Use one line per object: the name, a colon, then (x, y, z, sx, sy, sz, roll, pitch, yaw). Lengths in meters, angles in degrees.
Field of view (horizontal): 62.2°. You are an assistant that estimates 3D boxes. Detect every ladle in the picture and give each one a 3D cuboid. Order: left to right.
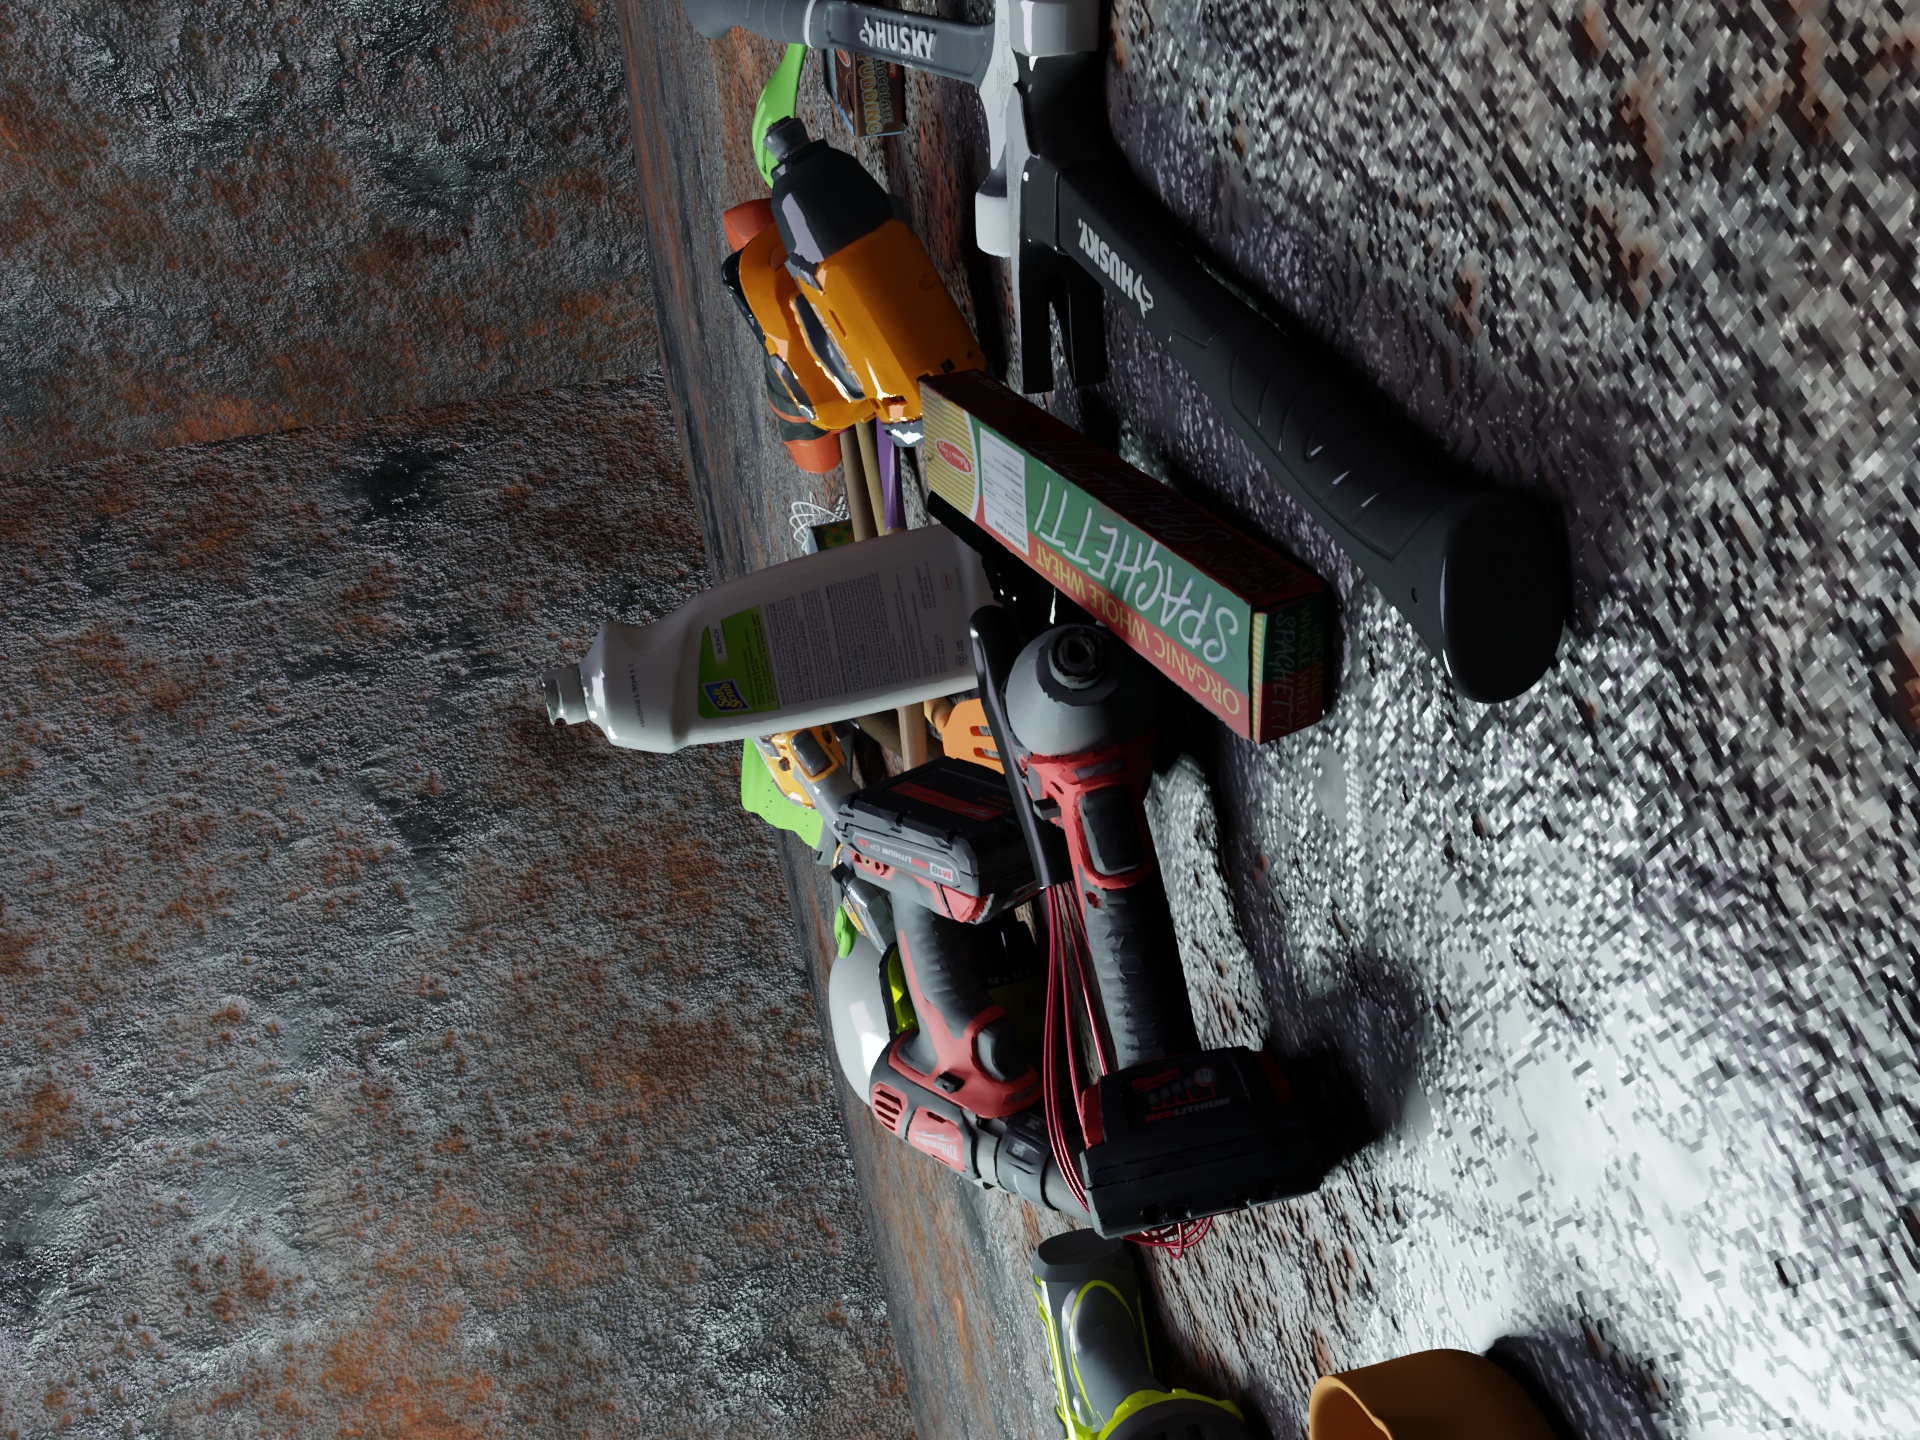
ladle: (-0.064, -0.194, 1.111, 0.069, 0.031, 0.315, -83, -20, -86)

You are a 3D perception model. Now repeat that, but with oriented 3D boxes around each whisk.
whisk: (-0.123, -0.153, 1.416, 0.246, 0.059, 0.058, 125, 169, -80)
whisk: (0.050, 0.090, 0.699, 0.073, 0.073, 0.296, 133, 122, -76)

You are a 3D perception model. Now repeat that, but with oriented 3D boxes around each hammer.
hammer: (-0.060, -0.336, 0.753, 0.409, 0.036, 0.149, 45, 144, 52)
hammer: (-0.073, -0.009, 1.181, 0.130, 0.031, 0.332, 56, 169, -29)
hammer: (0.076, -0.111, 0.482, 0.335, 0.035, 0.146, -116, 18, -50)

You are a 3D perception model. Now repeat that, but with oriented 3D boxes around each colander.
colander: (-0.149, 0.076, 1.447, 0.398, 0.094, 0.204, -103, 20, -58)

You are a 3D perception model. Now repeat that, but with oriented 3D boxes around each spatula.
spatula: (-0.040, -0.098, 1.032, 0.059, 0.018, 0.316, 119, 146, -74)
spatula: (-0.002, -0.003, 1.015, 0.323, 0.041, 0.081, -130, 30, -75)

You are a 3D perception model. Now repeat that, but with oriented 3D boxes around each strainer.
strainer: (-0.075, 0.218, 1.410, 0.211, 0.095, 0.340, -121, 21, -60)

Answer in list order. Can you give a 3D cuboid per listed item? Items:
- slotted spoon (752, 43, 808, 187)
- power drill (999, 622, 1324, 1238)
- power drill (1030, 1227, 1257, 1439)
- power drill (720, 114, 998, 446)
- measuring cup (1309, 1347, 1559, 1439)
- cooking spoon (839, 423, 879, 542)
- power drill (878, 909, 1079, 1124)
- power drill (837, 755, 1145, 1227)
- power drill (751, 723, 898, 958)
slotted spoon: (-0.077, -0.407, 0.841, 0.313, 0.031, 0.070, 114, 147, -53)
power drill: (0.063, 0.072, 0.590, 0.143, 0.078, 0.220, 75, -178, -70)
power drill: (0.093, 0.378, 0.804, 0.223, 0.080, 0.171, -163, 63, -82)
power drill: (-0.065, -0.231, 0.848, 0.164, 0.084, 0.227, 59, 173, -17)
measuring cup: (0.154, 0.246, 0.419, 0.174, 0.052, 0.095, -123, 24, -57)
cooking spoon: (-0.075, -0.183, 1.145, 0.068, 0.017, 0.319, 63, -163, -75)
power drill: (0.009, 0.186, 1.018, 0.228, 0.080, 0.190, 145, 112, -75)
power drill: (0.021, 0.147, 0.825, 0.188, 0.080, 0.226, 16, 118, 44)
power drill: (-0.091, 0.047, 1.153, 0.226, 0.084, 0.185, 51, 168, 34)
